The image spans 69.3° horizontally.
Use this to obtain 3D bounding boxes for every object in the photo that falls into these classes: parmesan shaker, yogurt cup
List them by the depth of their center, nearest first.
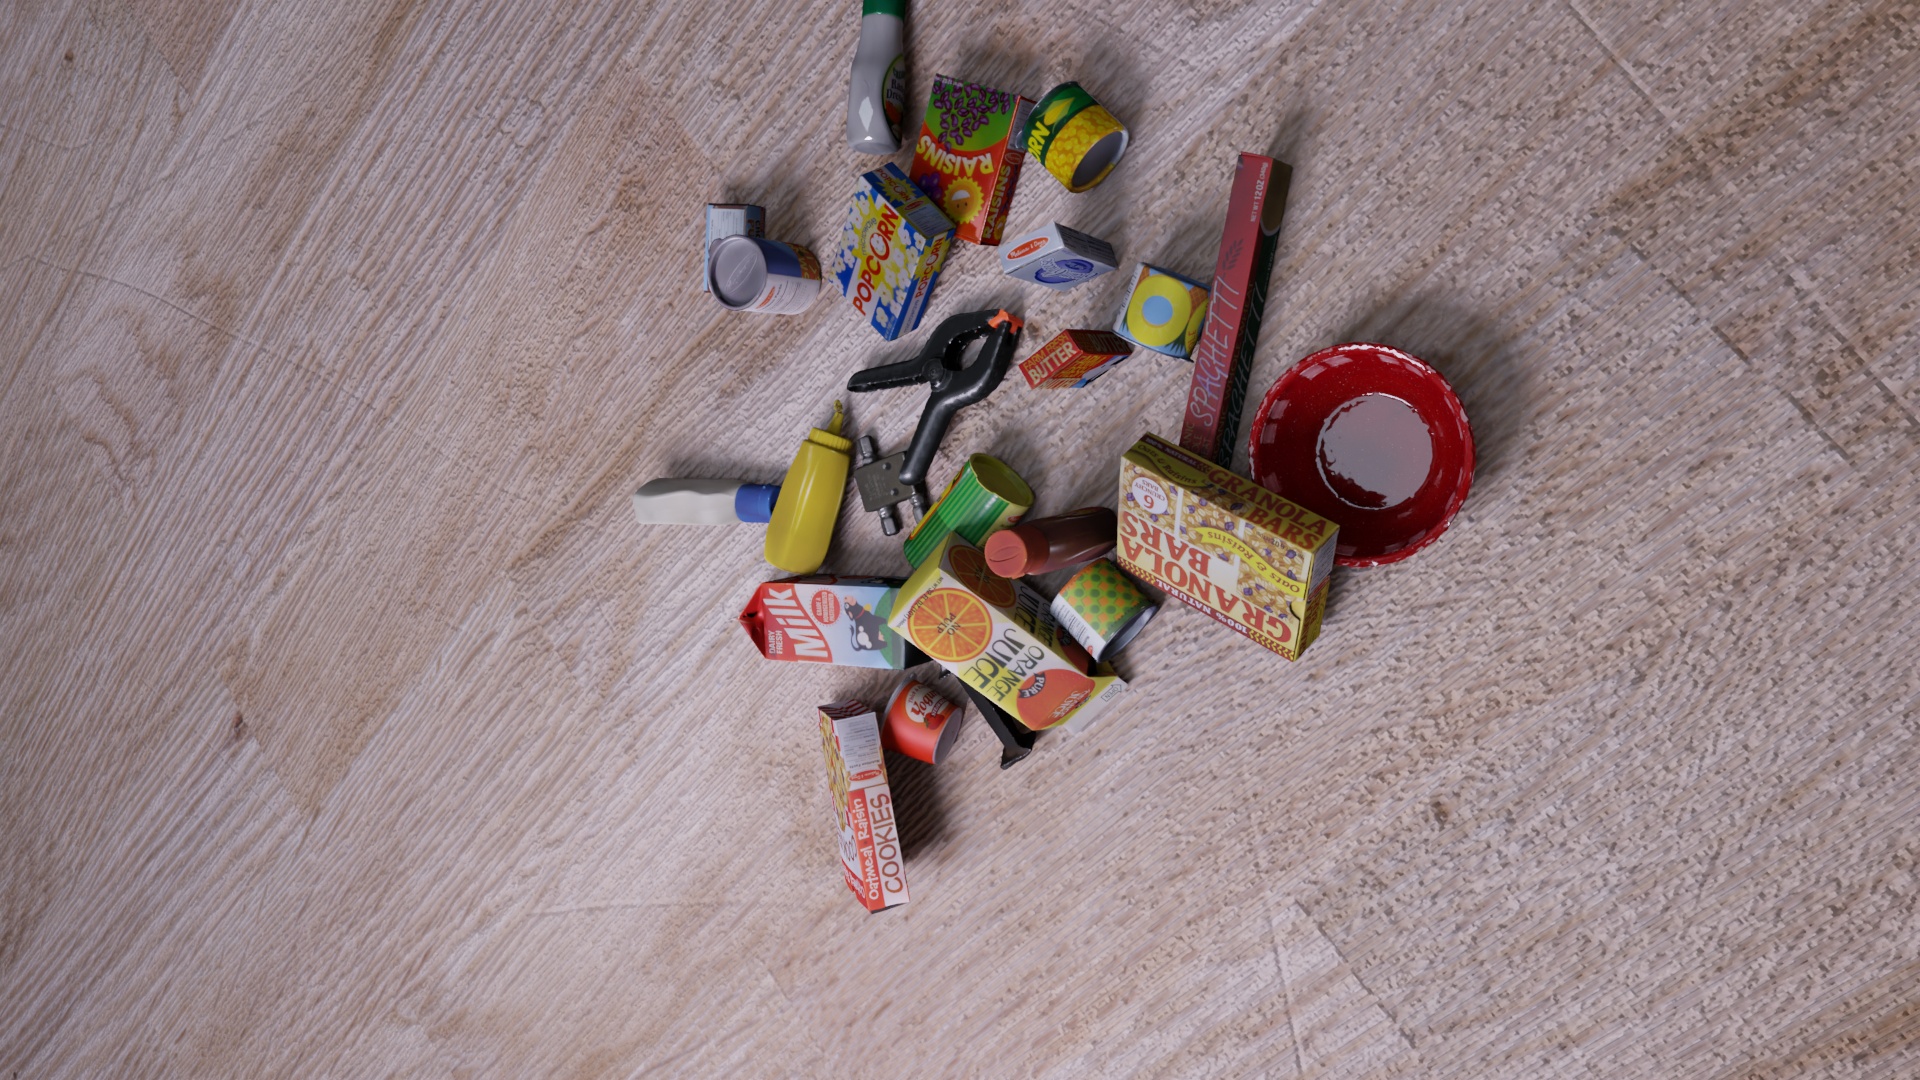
[{"bbox_3d":[0.004,-0.015,1.175,0.071,0.071,0.102,47,115,17],"label":"parmesan shaker"},{"bbox_3d":[-0.034,0.161,1.221,0.054,0.072,0.072,22,106,18],"label":"yogurt cup"}]

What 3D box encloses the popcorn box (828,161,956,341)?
[{"bbox_3d":[-0.060,-0.242,1.178,0.085,0.038,0.126,48,143,16],"label":"popcorn box"}]

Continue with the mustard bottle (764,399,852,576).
[{"bbox_3d":[-0.130,-0.049,1.255,0.065,0.049,0.160,26,97,59],"label":"mustard bottle"}]

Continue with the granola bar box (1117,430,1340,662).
[{"bbox_3d":[0.195,0.005,1.044,0.166,0.039,0.123,30,146,29],"label":"granola bar box"}]

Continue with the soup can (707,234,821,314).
[{"bbox_3d":[-0.177,-0.240,1.249,0.071,0.084,0.071,3,97,29],"label":"soup can"}]

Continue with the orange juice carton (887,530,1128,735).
[{"bbox_3d":[0.042,0.085,1.140,0.192,0.073,0.071,37,115,-10],"label":"orange juice carton"}]

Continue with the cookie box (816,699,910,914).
[{"bbox_3d":[-0.089,0.231,1.230,0.040,0.123,0.167,-10,91,-14],"label":"cookie box"}]

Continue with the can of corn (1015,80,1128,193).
[{"bbox_3d":[0.088,-0.316,1.098,0.058,0.071,0.071,48,116,16],"label":"can of corn"}]

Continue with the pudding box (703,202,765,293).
[{"bbox_3d":[-0.212,-0.271,1.297,0.049,0.030,0.083,8,99,28],"label":"pudding box"}]

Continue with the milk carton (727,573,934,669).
[{"bbox_3d":[-0.114,0.070,1.251,0.190,0.072,0.073,1,96,30],"label":"milk carton"}]

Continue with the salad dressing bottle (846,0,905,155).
[{"bbox_3d":[-0.069,-0.407,1.186,0.044,0.064,0.147,4,90,18],"label":"salad dressing bottle"}]

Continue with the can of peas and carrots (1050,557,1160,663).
[{"bbox_3d":[0.117,0.054,1.123,0.059,0.071,0.070,46,115,18],"label":"can of peas and carrots"}]

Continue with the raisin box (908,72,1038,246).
[{"bbox_3d":[0.006,-0.317,1.162,0.086,0.040,0.123,24,107,25],"label":"raisin box"}]

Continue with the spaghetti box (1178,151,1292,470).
[{"bbox_3d":[0.207,-0.165,1.057,0.029,0.050,0.249,16,103,29],"label":"spaghetti box"}]

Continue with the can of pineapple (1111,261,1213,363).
[{"bbox_3d":[0.159,-0.177,1.074,0.071,0.071,0.057,28,108,24],"label":"can of pineapple"}]

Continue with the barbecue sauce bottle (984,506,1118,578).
[{"bbox_3d":[0.070,0.002,1.095,0.064,0.149,0.043,-18,87,30],"label":"barbecue sauce bottle"}]

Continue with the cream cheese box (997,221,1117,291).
[{"bbox_3d":[0.078,-0.222,1.093,0.053,0.104,0.024,-19,82,29],"label":"cream cheese box"}]

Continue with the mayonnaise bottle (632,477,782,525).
[{"bbox_3d":[-0.235,-0.036,1.317,0.148,0.065,0.041,3,110,26],"label":"mayonnaise bottle"}]

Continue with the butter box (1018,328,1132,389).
[{"bbox_3d":[0.091,-0.142,1.094,0.053,0.104,0.024,-34,79,27],"label":"butter box"}]
